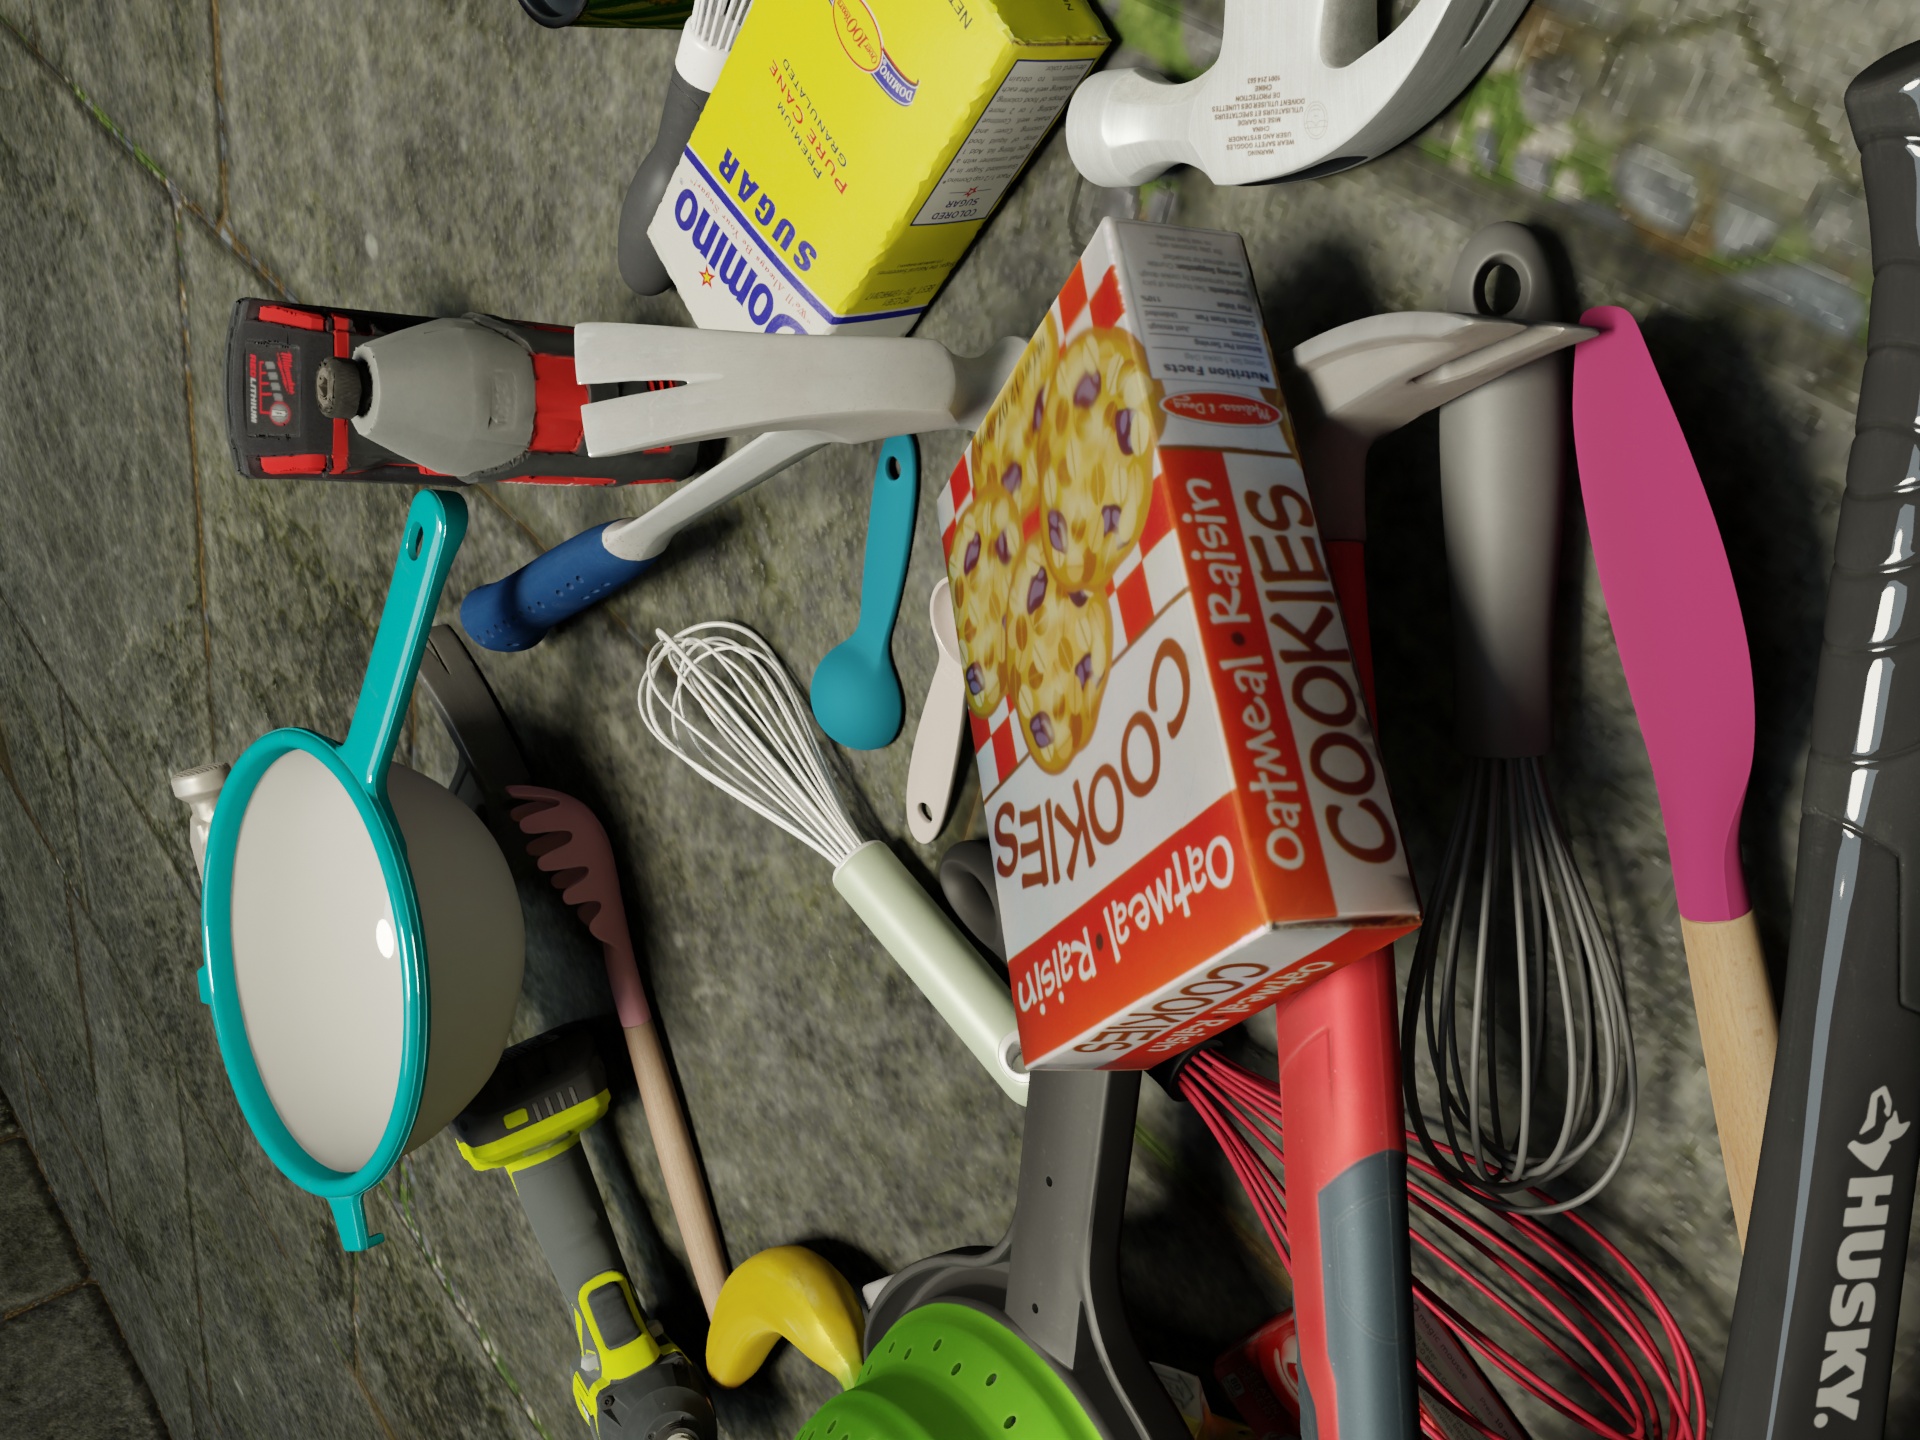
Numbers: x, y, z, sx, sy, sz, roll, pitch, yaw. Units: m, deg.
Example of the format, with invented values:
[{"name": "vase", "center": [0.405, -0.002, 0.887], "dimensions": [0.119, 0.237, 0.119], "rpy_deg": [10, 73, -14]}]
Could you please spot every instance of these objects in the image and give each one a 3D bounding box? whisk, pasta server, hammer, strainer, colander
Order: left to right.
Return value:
[{"name": "hammer", "center": [-0.382, 0.106, 0.964], "dimensions": [0.411, 0.038, 0.146], "rpy_deg": [2, 107, 48]}, {"name": "hammer", "center": [-0.330, 0.098, 0.957], "dimensions": [0.149, 0.036, 0.359], "rpy_deg": [58, 139, 15]}, {"name": "strainer", "center": [-0.243, 0.052, 0.718], "dimensions": [0.211, 0.095, 0.340], "rpy_deg": [40, 118, 34]}, {"name": "hammer", "center": [-0.122, -0.070, 0.585], "dimensions": [0.405, 0.144, 0.035], "rpy_deg": [-12, 83, 59]}, {"name": "pasta server", "center": [-0.161, 0.178, 0.793], "dimensions": [0.060, 0.040, 0.316], "rpy_deg": [-173, 67, -70]}, {"name": "whisk", "center": [-0.071, -0.240, 0.506], "dimensions": [0.070, 0.070, 0.284], "rpy_deg": [57, 144, 16]}, {"name": "whisk", "center": [-0.044, 0.049, 0.604], "dimensions": [0.246, 0.058, 0.059], "rpy_deg": [47, 170, 22]}, {"name": "colander", "center": [-0.001, 0.197, 0.471], "dimensions": [0.205, 0.094, 0.397], "rpy_deg": [22, 111, 52]}, {"name": "whisk", "center": [0.083, 0.116, 0.472], "dimensions": [0.296, 0.073, 0.073], "rpy_deg": [38, 131, 42]}, {"name": "hammer", "center": [0.074, -0.286, 0.333], "dimensions": [0.128, 0.033, 0.330], "rpy_deg": [19, 119, 45]}, {"name": "hammer", "center": [0.095, 0.107, 0.357], "dimensions": [0.143, 0.038, 0.386], "rpy_deg": [165, 103, -69]}, {"name": "whisk", "center": [0.132, 0.005, 0.378], "dimensions": [0.055, 0.055, 0.239], "rpy_deg": [8, 106, 48]}, {"name": "hammer", "center": [0.177, 0.039, 0.301], "dimensions": [0.035, 0.146, 0.334], "rpy_deg": [-140, 52, -75]}]

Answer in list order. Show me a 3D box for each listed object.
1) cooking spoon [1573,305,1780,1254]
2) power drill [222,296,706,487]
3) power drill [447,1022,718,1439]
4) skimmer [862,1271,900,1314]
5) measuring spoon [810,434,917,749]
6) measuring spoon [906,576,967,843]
[{"name": "cooking spoon", "center": [0.173, 0.066, 0.355], "dimensions": [0.017, 0.069, 0.318], "rpy_deg": [-15, 101, 8]}, {"name": "power drill", "center": [-0.215, -0.131, 0.647], "dimensions": [0.220, 0.143, 0.078], "rpy_deg": [14, 104, 48]}, {"name": "power drill", "center": [-0.189, 0.274, 0.814], "dimensions": [0.223, 0.080, 0.171], "rpy_deg": [68, 157, 1]}, {"name": "skimmer", "center": [0.053, 0.396, 0.640], "dimensions": [0.127, 0.090, 0.363], "rpy_deg": [-41, 63, 44]}, {"name": "measuring spoon", "center": [-0.036, -0.044, 0.568], "dimensions": [0.042, 0.021, 0.128], "rpy_deg": [36, 129, 35]}, {"name": "measuring spoon", "center": [-0.001, -0.002, 0.556], "dimensions": [0.034, 0.018, 0.124], "rpy_deg": [43, 140, 27]}]
